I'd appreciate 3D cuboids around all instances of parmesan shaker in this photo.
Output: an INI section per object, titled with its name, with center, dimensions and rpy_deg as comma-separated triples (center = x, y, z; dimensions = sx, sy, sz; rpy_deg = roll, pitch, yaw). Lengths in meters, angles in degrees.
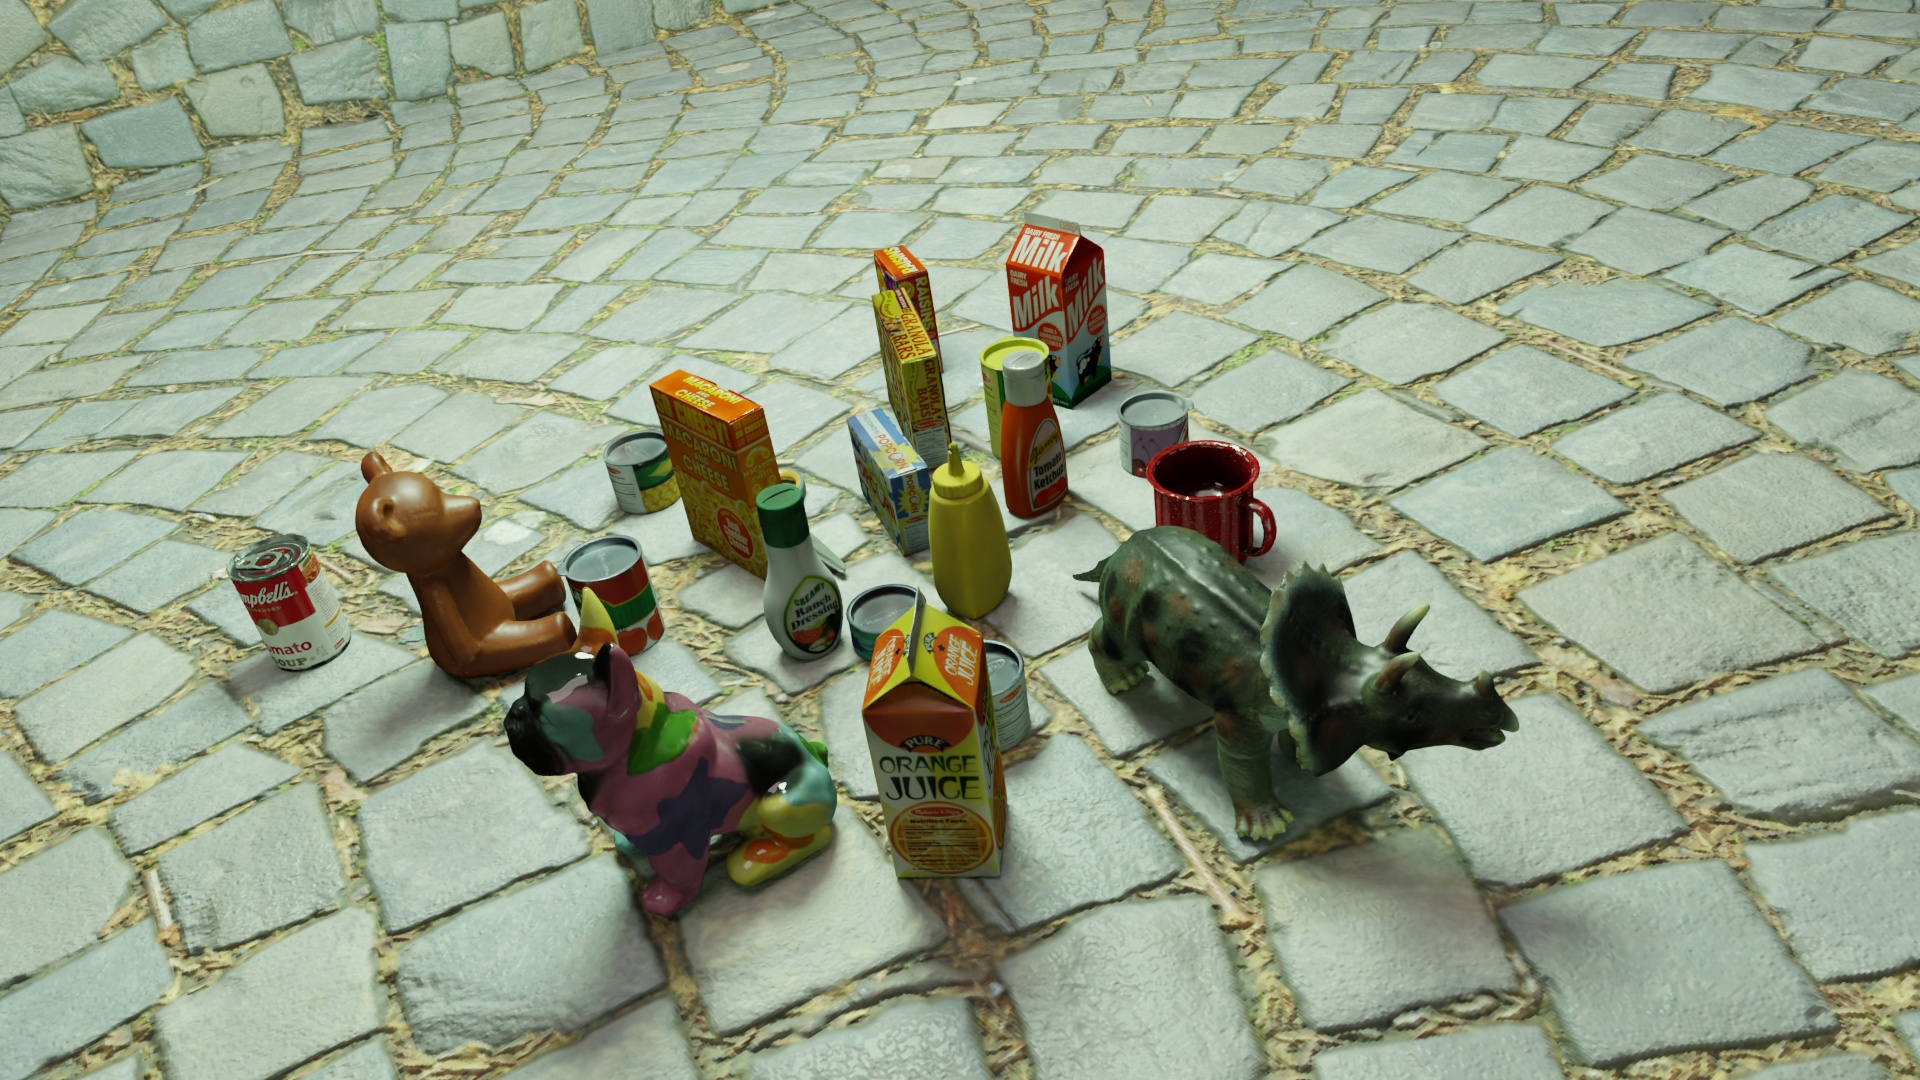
[parmesan shaker]
center = 0.056, -0.136, 1.339
dimensions = 0.071, 0.102, 0.072
rpy_deg = -6, 34, 4

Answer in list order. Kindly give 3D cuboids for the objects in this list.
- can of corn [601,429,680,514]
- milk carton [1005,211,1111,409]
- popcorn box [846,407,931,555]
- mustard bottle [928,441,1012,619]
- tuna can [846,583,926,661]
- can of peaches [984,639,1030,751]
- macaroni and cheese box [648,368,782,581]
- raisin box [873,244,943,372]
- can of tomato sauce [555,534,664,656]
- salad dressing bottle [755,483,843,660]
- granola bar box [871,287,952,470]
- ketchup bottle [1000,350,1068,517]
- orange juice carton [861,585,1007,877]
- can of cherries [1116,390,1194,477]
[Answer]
[can of corn]
center = -0.308, -0.068, 1.359
dimensions = 0.071, 0.058, 0.071
rpy_deg = -6, 34, 4
[milk carton]
center = 0.099, -0.237, 1.400
dimensions = 0.072, 0.189, 0.074
rpy_deg = 21, 44, 36
[popcorn box]
center = -0.062, -0.055, 1.263
dimensions = 0.038, 0.084, 0.127
rpy_deg = -18, 35, -14
[mustard bottle]
center = 0.004, -0.014, 1.122
dimensions = 0.049, 0.159, 0.065
rpy_deg = 20, 43, 35
[tuna can]
center = -0.057, 0.068, 1.128
dimensions = 0.071, 0.032, 0.071
rpy_deg = -6, 34, 4
[can of peaches]
center = 0.015, 0.114, 1.023
dimensions = 0.071, 0.057, 0.071
rpy_deg = -6, 34, 4
[macaroni and cheese box]
center = -0.207, -0.058, 1.226
dimensions = 0.040, 0.165, 0.124
rpy_deg = -33, 41, -32
[raisin box]
center = -0.057, -0.248, 1.509
dimensions = 0.040, 0.122, 0.086
rpy_deg = -17, 35, -12
[can of tomato sauce]
center = -0.291, 0.048, 1.164
dimensions = 0.071, 0.082, 0.071
rpy_deg = -6, 34, 4
[salad dressing bottle]
center = -0.131, 0.026, 1.104
dimensions = 0.064, 0.147, 0.044
rpy_deg = -28, 38, -26
[granola bar box]
center = -0.048, -0.161, 1.380
dimensions = 0.039, 0.123, 0.166
rpy_deg = -13, 34, -7
[ketchup bottle]
center = 0.062, -0.096, 1.240
dimensions = 0.043, 0.148, 0.065
rpy_deg = 24, 46, 39
[orange juice carton]
center = -0.017, 0.126, 0.894
dimensions = 0.073, 0.191, 0.072
rpy_deg = -3, 34, 8
[can of cherries]
center = 0.183, -0.099, 1.297
dimensions = 0.071, 0.058, 0.072
rpy_deg = -6, 34, 4
